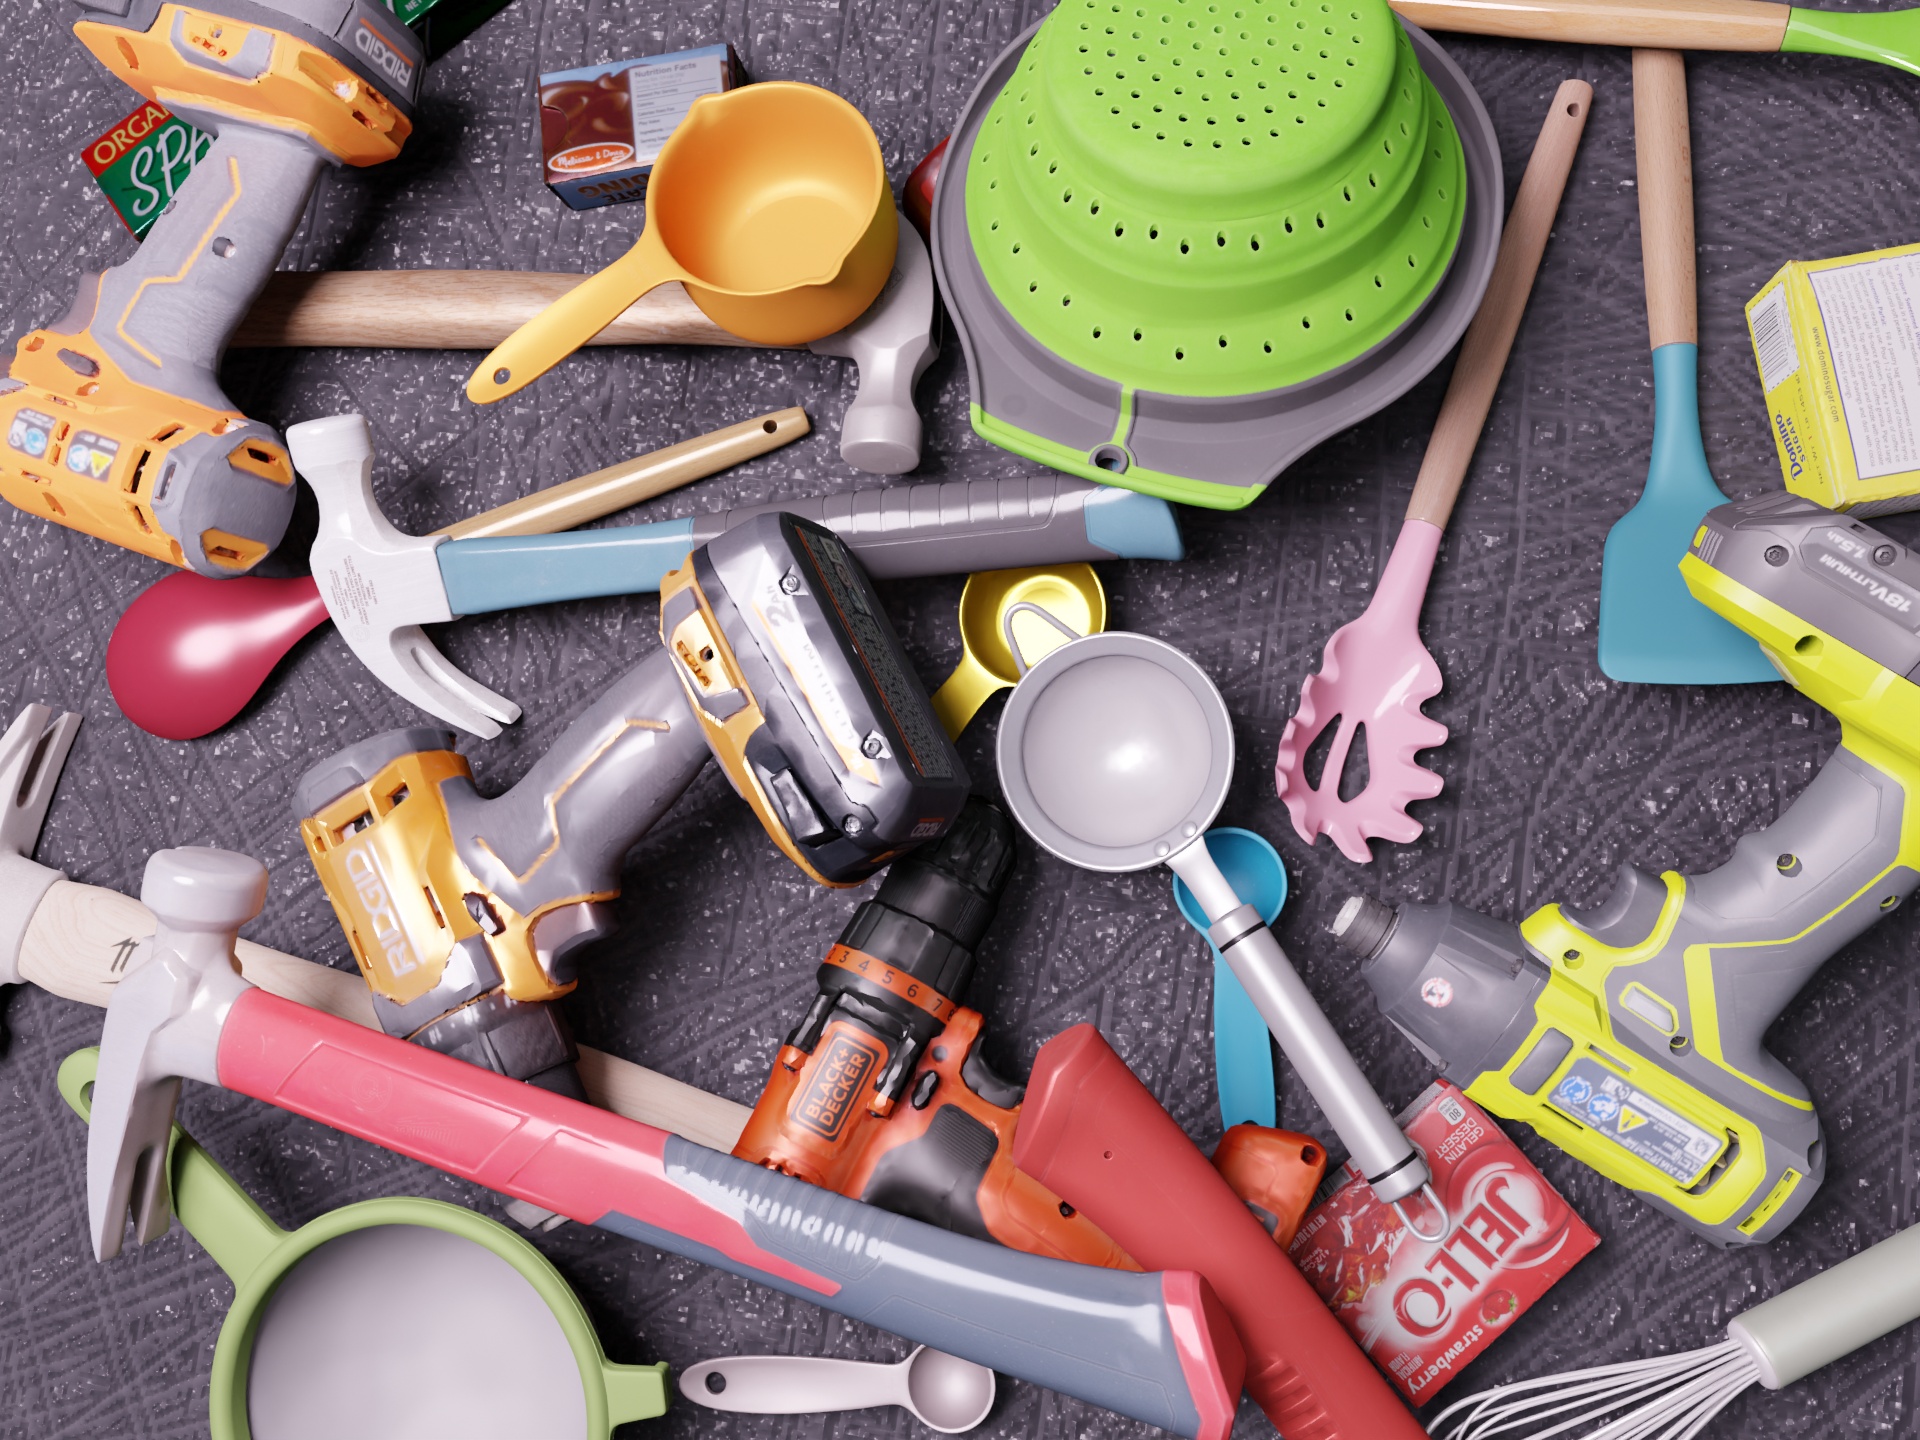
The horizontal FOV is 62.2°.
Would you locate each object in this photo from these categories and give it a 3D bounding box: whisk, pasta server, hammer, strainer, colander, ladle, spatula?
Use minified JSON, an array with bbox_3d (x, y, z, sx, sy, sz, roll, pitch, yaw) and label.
[{"bbox_3d":[0.264,0.221,0.545,0.246,0.059,0.058,-26,63,-2],"label":"whisk"},{"bbox_3d":[0.186,-0.099,0.597,0.060,0.040,0.316,21,85,-3],"label":"pasta server"},{"bbox_3d":[0.147,0.237,0.495,0.149,0.037,0.359,-38,91,-3],"label":"hammer"},{"bbox_3d":[-0.084,-0.065,0.595,0.331,0.033,0.128,-4,109,10],"label":"hammer"},{"bbox_3d":[-0.214,0.115,0.622,0.410,0.038,0.146,16,84,8],"label":"hammer"},{"bbox_3d":[-0.228,0.209,0.592,0.256,0.069,0.151,41,96,9],"label":"strainer"},{"bbox_3d":[0.115,-0.272,0.562,0.204,0.094,0.397,18,73,13],"label":"colander"},{"bbox_3d":[-0.209,-0.068,0.649,0.315,0.031,0.069,-20,83,3],"label":"ladle"},{"bbox_3d":[0.269,-0.167,0.591,0.082,0.044,0.317,-2,82,12],"label":"spatula"},{"bbox_3d":[-0.105,0.158,0.498,0.386,0.038,0.143,15,96,15],"label":"hammer"},{"bbox_3d":[0.092,0.067,0.560,0.087,0.050,0.259,-36,74,13],"label":"strainer"},{"bbox_3d":[-0.171,-0.169,0.647,0.331,0.031,0.130,3,75,10],"label":"hammer"}]

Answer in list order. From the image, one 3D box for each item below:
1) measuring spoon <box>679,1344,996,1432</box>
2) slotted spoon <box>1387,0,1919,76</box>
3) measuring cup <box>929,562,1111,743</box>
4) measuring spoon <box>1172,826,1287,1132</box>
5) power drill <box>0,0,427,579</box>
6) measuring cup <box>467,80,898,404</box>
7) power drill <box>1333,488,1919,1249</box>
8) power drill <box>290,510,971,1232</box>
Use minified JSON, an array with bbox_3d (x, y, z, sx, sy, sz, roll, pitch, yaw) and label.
[{"bbox_3d":[-0.046,0.247,0.597,0.124,0.018,0.034,-6,83,13],"label":"measuring spoon"},{"bbox_3d":[0.275,-0.255,0.585,0.314,0.031,0.070,13,76,19],"label":"slotted spoon"},{"bbox_3d":[-0.001,-0.002,0.618,0.062,0.029,0.156,42,99,14],"label":"measuring cup"},{"bbox_3d":[0.105,0.103,0.596,0.042,0.021,0.128,-4,92,17],"label":"measuring spoon"},{"bbox_3d":[-0.316,-0.184,0.618,0.164,0.084,0.226,18,89,13],"label":"power drill"},{"bbox_3d":[-0.101,-0.160,0.590,0.173,0.052,0.095,-35,72,1],"label":"measuring cup"},{"bbox_3d":[0.246,0.045,0.525,0.171,0.080,0.223,32,108,6],"label":"power drill"},{"bbox_3d":[-0.110,0.055,0.551,0.226,0.084,0.185,-30,79,14],"label":"power drill"}]
